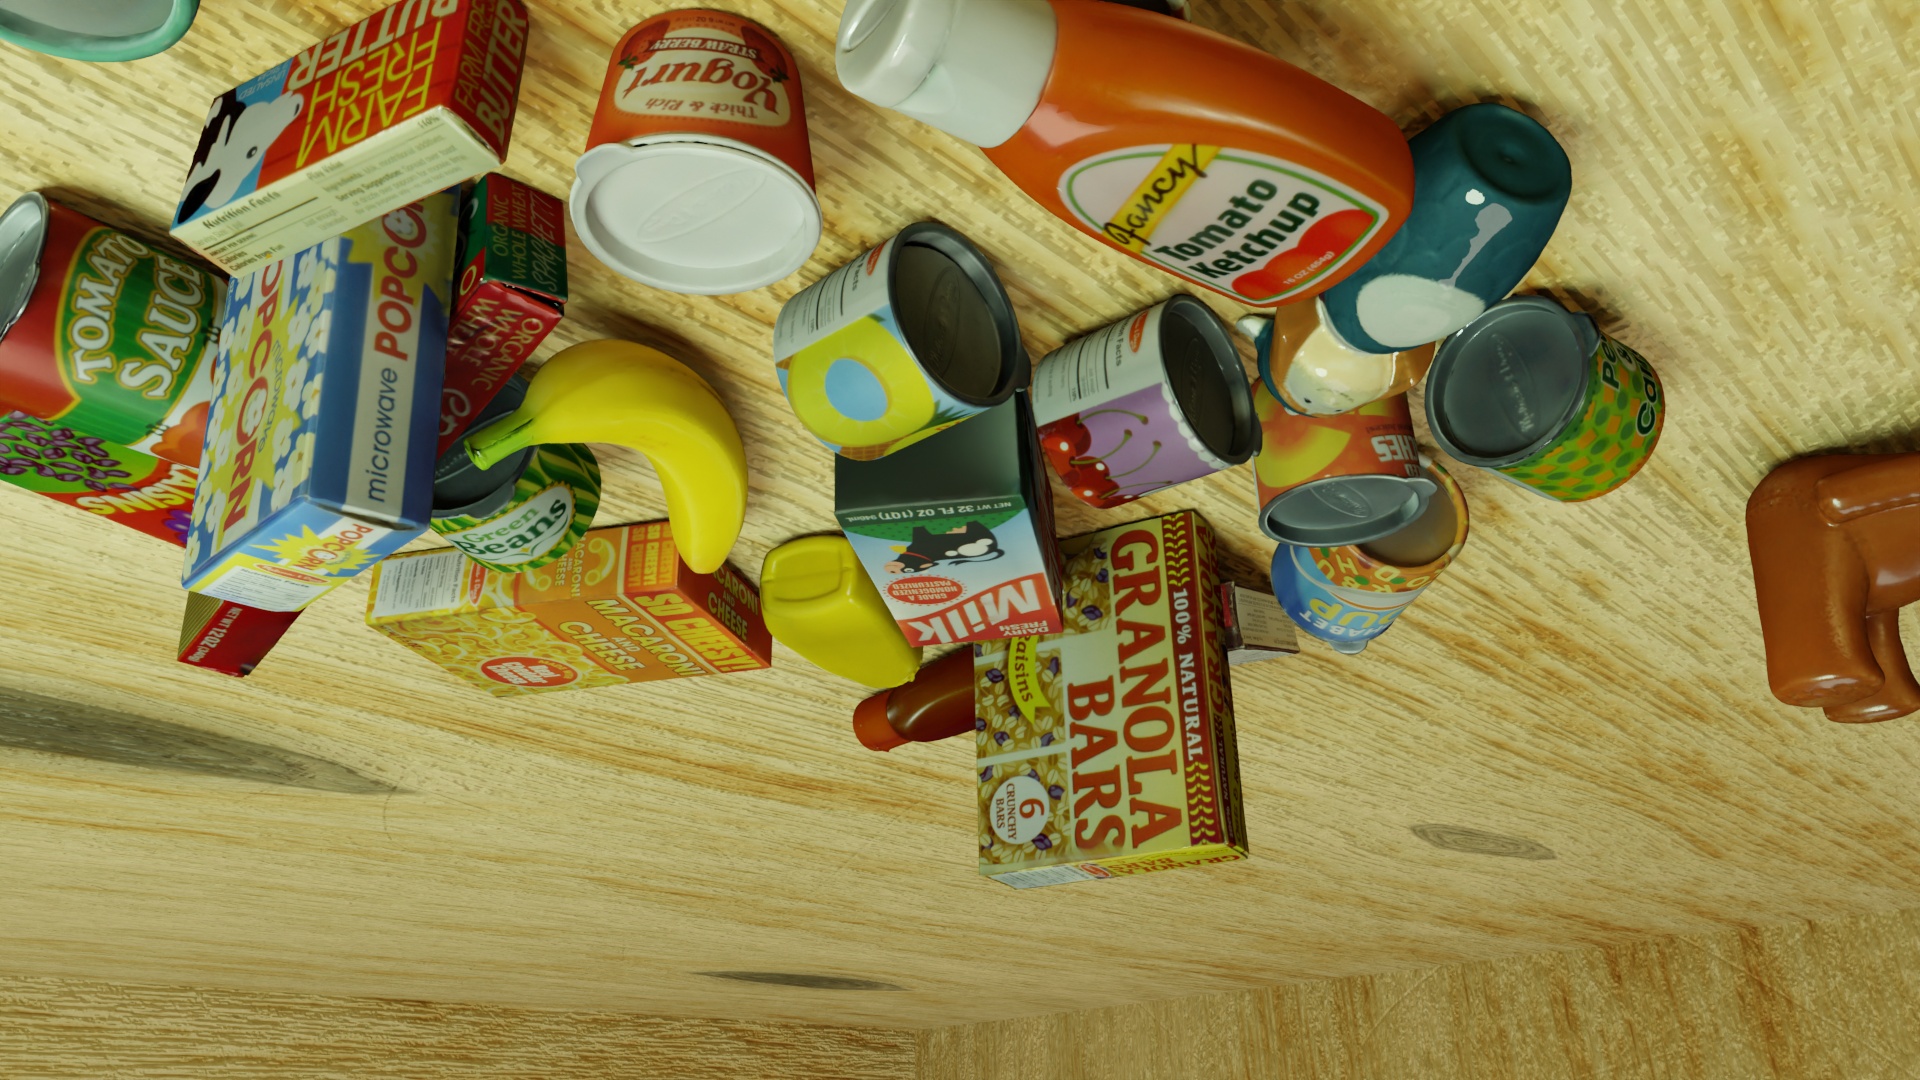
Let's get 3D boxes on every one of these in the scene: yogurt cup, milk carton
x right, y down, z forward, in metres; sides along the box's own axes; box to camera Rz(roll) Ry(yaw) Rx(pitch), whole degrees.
[{"bbox_3d":[-0.072,-0.109,0.390,0.072,0.054,0.072,-2,156,-1],"label":"yogurt cup"},{"bbox_3d":[0.002,-0.007,0.597,0.072,0.074,0.190,-6,156,7],"label":"milk carton"}]

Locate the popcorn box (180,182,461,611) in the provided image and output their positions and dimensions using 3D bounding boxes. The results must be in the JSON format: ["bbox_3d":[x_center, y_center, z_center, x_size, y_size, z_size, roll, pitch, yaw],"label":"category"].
[{"bbox_3d":[-0.194,-0.051,0.423,0.085,0.127,0.038,-23,151,38],"label":"popcorn box"}]

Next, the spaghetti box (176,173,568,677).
[{"bbox_3d":[-0.216,-0.031,0.494,0.028,0.050,0.249,21,134,-40],"label":"spaghetti box"}]

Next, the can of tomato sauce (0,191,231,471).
[{"bbox_3d":[-0.272,-0.065,0.456,0.071,0.071,0.083,-18,151,32],"label":"can of tomato sauce"}]

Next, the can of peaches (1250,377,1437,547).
[{"bbox_3d":[0.153,-0.037,0.563,0.071,0.058,0.071,-2,155,-1],"label":"can of peaches"}]

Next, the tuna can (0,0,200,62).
[{"bbox_3d":[-0.214,-0.145,0.325,0.071,0.033,0.070,-2,155,-1],"label":"tuna can"}]

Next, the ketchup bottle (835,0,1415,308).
[{"bbox_3d":[0.042,-0.102,0.344,0.149,0.044,0.064,13,152,-33],"label":"ketchup bottle"}]

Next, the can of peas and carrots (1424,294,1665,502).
[{"bbox_3d":[0.222,-0.054,0.523,0.059,0.071,0.070,16,150,-36],"label":"can of peas and carrots"}]

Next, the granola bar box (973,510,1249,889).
[{"bbox_3d":[0.068,0.078,0.678,0.124,0.166,0.039,-14,152,26],"label":"granola bar box"}]

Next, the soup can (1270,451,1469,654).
[{"bbox_3d":[0.188,0.005,0.643,0.071,0.071,0.083,0,155,-5],"label":"soup can"}]

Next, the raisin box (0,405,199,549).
[{"bbox_3d":[-0.315,-0.037,0.550,0.086,0.040,0.123,-16,151,26],"label":"raisin box"}]

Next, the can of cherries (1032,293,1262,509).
[{"bbox_3d":[0.070,-0.048,0.518,0.058,0.072,0.071,-21,150,35],"label":"can of cherries"}]

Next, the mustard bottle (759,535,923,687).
[{"bbox_3d":[-0.053,0.046,0.741,0.065,0.049,0.159,-8,156,13],"label":"mustard bottle"}]

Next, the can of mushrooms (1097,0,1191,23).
[{"bbox_3d":[0.027,-0.139,0.358,0.071,0.033,0.070,-3,156,-1],"label":"can of mushrooms"}]

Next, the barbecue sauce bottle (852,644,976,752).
[{"bbox_3d":[-0.009,0.099,0.868,0.065,0.044,0.148,19,149,-37],"label":"barbecue sauce bottle"}]

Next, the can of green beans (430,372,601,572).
[{"bbox_3d":[-0.183,-0.027,0.547,0.071,0.071,0.057,-6,155,9],"label":"can of green beans"}]

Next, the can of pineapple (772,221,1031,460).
[{"bbox_3d":[-0.020,-0.065,0.475,0.057,0.071,0.071,-21,149,38],"label":"can of pineapple"}]

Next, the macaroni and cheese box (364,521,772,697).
[{"bbox_3d":[-0.197,0.038,0.722,0.166,0.040,0.123,-7,155,12],"label":"macaroni and cheese box"}]

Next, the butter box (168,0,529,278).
[{"bbox_3d":[-0.165,-0.112,0.378,0.103,0.053,0.024,-14,150,23],"label":"butter box"}]
